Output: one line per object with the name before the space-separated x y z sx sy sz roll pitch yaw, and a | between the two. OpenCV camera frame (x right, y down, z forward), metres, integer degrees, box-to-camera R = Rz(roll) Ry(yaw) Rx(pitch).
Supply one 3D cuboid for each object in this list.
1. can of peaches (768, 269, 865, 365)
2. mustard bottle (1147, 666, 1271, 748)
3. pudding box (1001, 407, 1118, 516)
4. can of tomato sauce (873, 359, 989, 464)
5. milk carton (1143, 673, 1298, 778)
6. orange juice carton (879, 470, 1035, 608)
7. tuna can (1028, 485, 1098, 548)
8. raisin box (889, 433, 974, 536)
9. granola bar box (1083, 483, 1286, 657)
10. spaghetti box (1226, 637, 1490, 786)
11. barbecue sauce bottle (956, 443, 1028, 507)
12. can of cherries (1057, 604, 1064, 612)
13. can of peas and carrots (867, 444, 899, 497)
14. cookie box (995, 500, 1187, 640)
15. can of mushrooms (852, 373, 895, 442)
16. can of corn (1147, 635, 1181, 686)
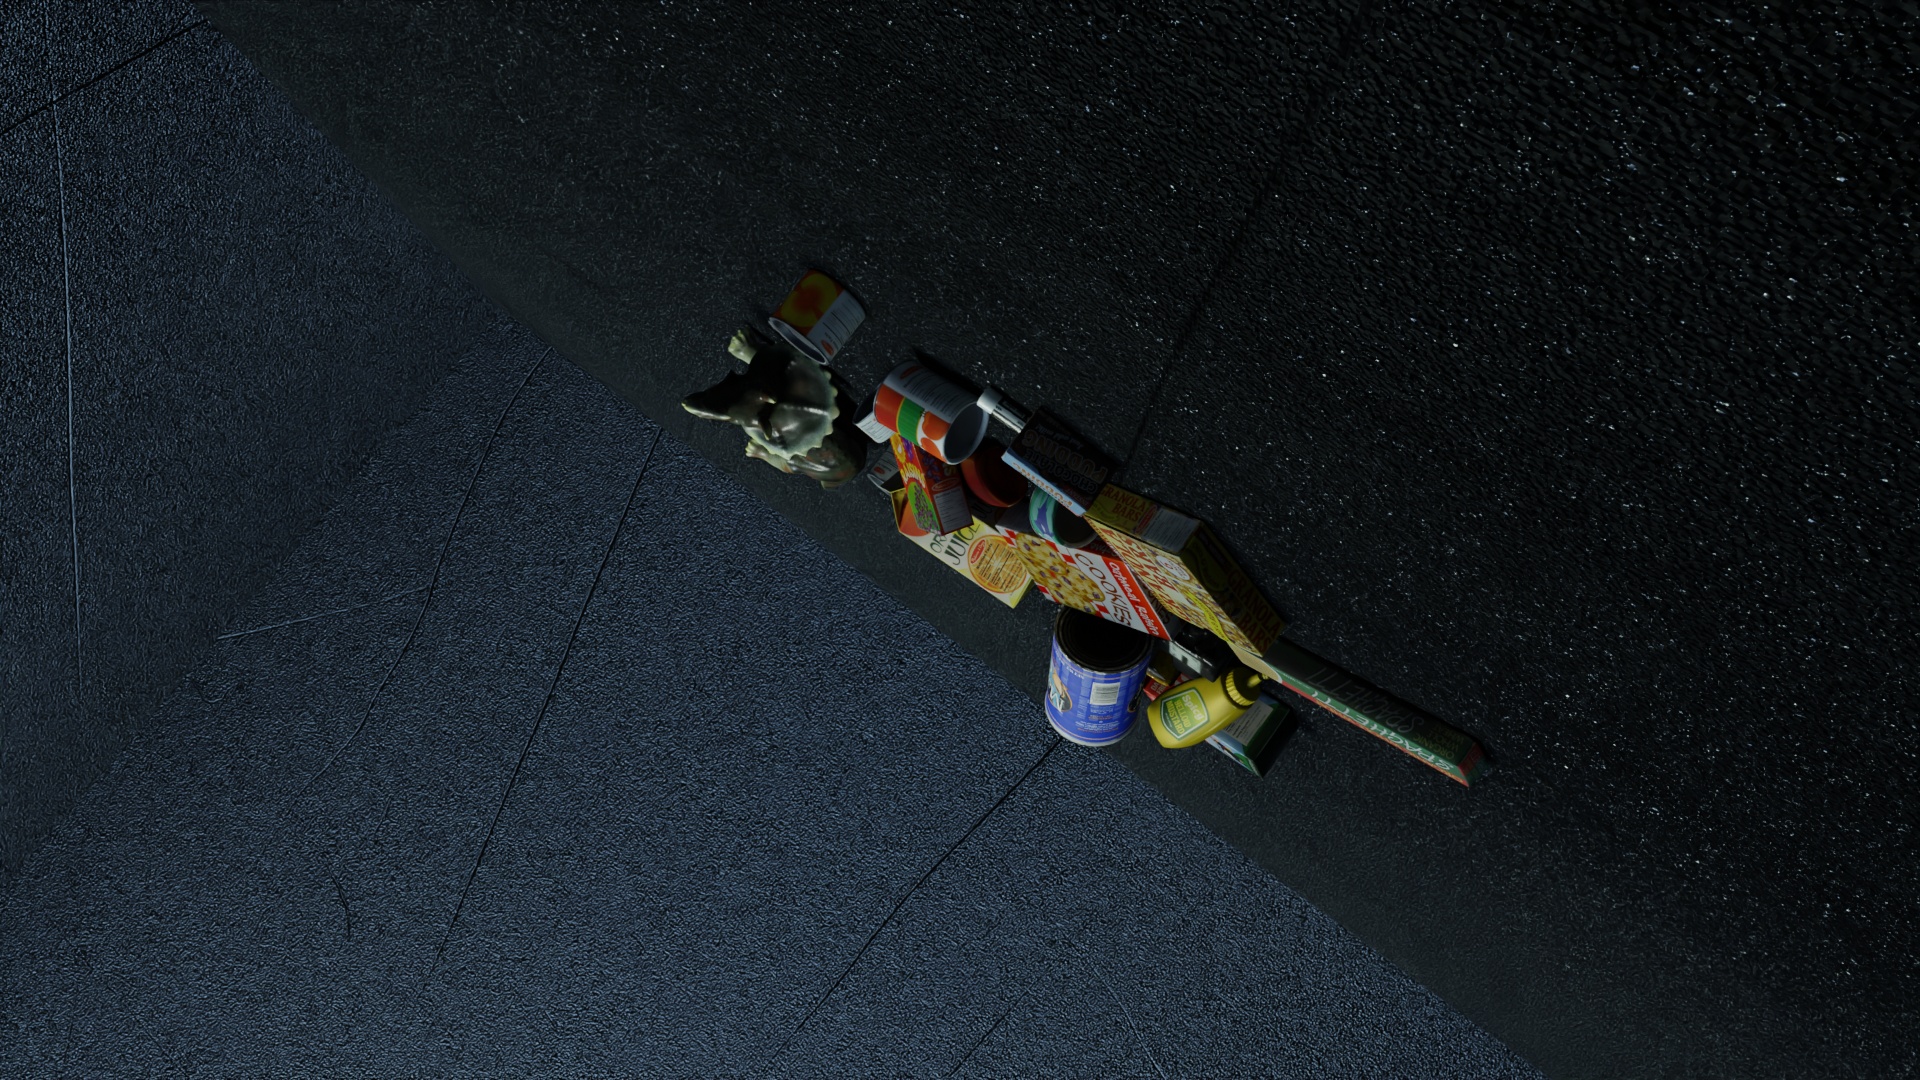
can of peaches | -0.128 -0.200 1.238 0.071 0.058 0.071 37 172 6
mustard bottle | 0.266 0.168 1.460 0.159 0.049 0.065 -39 69 44
pudding box | 0.081 -0.063 1.137 0.084 0.050 0.030 37 170 1
can of tomato sauce | -0.025 -0.114 1.245 0.083 0.071 0.071 32 170 28
milk carton | 0.276 0.178 1.560 0.191 0.073 0.072 33 170 31
orange juice carton | 0.005 -0.019 1.499 0.193 0.072 0.072 34 -147 9
tuna can | 0.095 -0.030 1.214 0.033 0.071 0.071 25 165 51
raisin box | -0.032 -0.072 1.401 0.086 0.040 0.123 -160 51 -71
granola bar box | 0.192 0.025 1.197 0.124 0.039 0.165 28 167 50
spaghetti box | 0.343 0.139 1.221 0.250 0.029 0.050 30 170 43
barbecue sauce bottle | 0.018 -0.067 1.401 0.064 0.044 0.148 53 169 -14
can of cherries | 0.155 0.077 1.565 0.071 0.058 0.071 37 170 7
can of peas and carrots | -0.065 -0.079 1.632 0.071 0.059 0.071 36 172 6
cookie box | 0.129 0.027 1.345 0.167 0.040 0.122 17 152 44
can of mushrooms | -0.071 -0.131 1.359 0.033 0.071 0.071 39 171 -18
can of corn | 0.222 0.119 1.516 0.071 0.058 0.071 37 172 7
